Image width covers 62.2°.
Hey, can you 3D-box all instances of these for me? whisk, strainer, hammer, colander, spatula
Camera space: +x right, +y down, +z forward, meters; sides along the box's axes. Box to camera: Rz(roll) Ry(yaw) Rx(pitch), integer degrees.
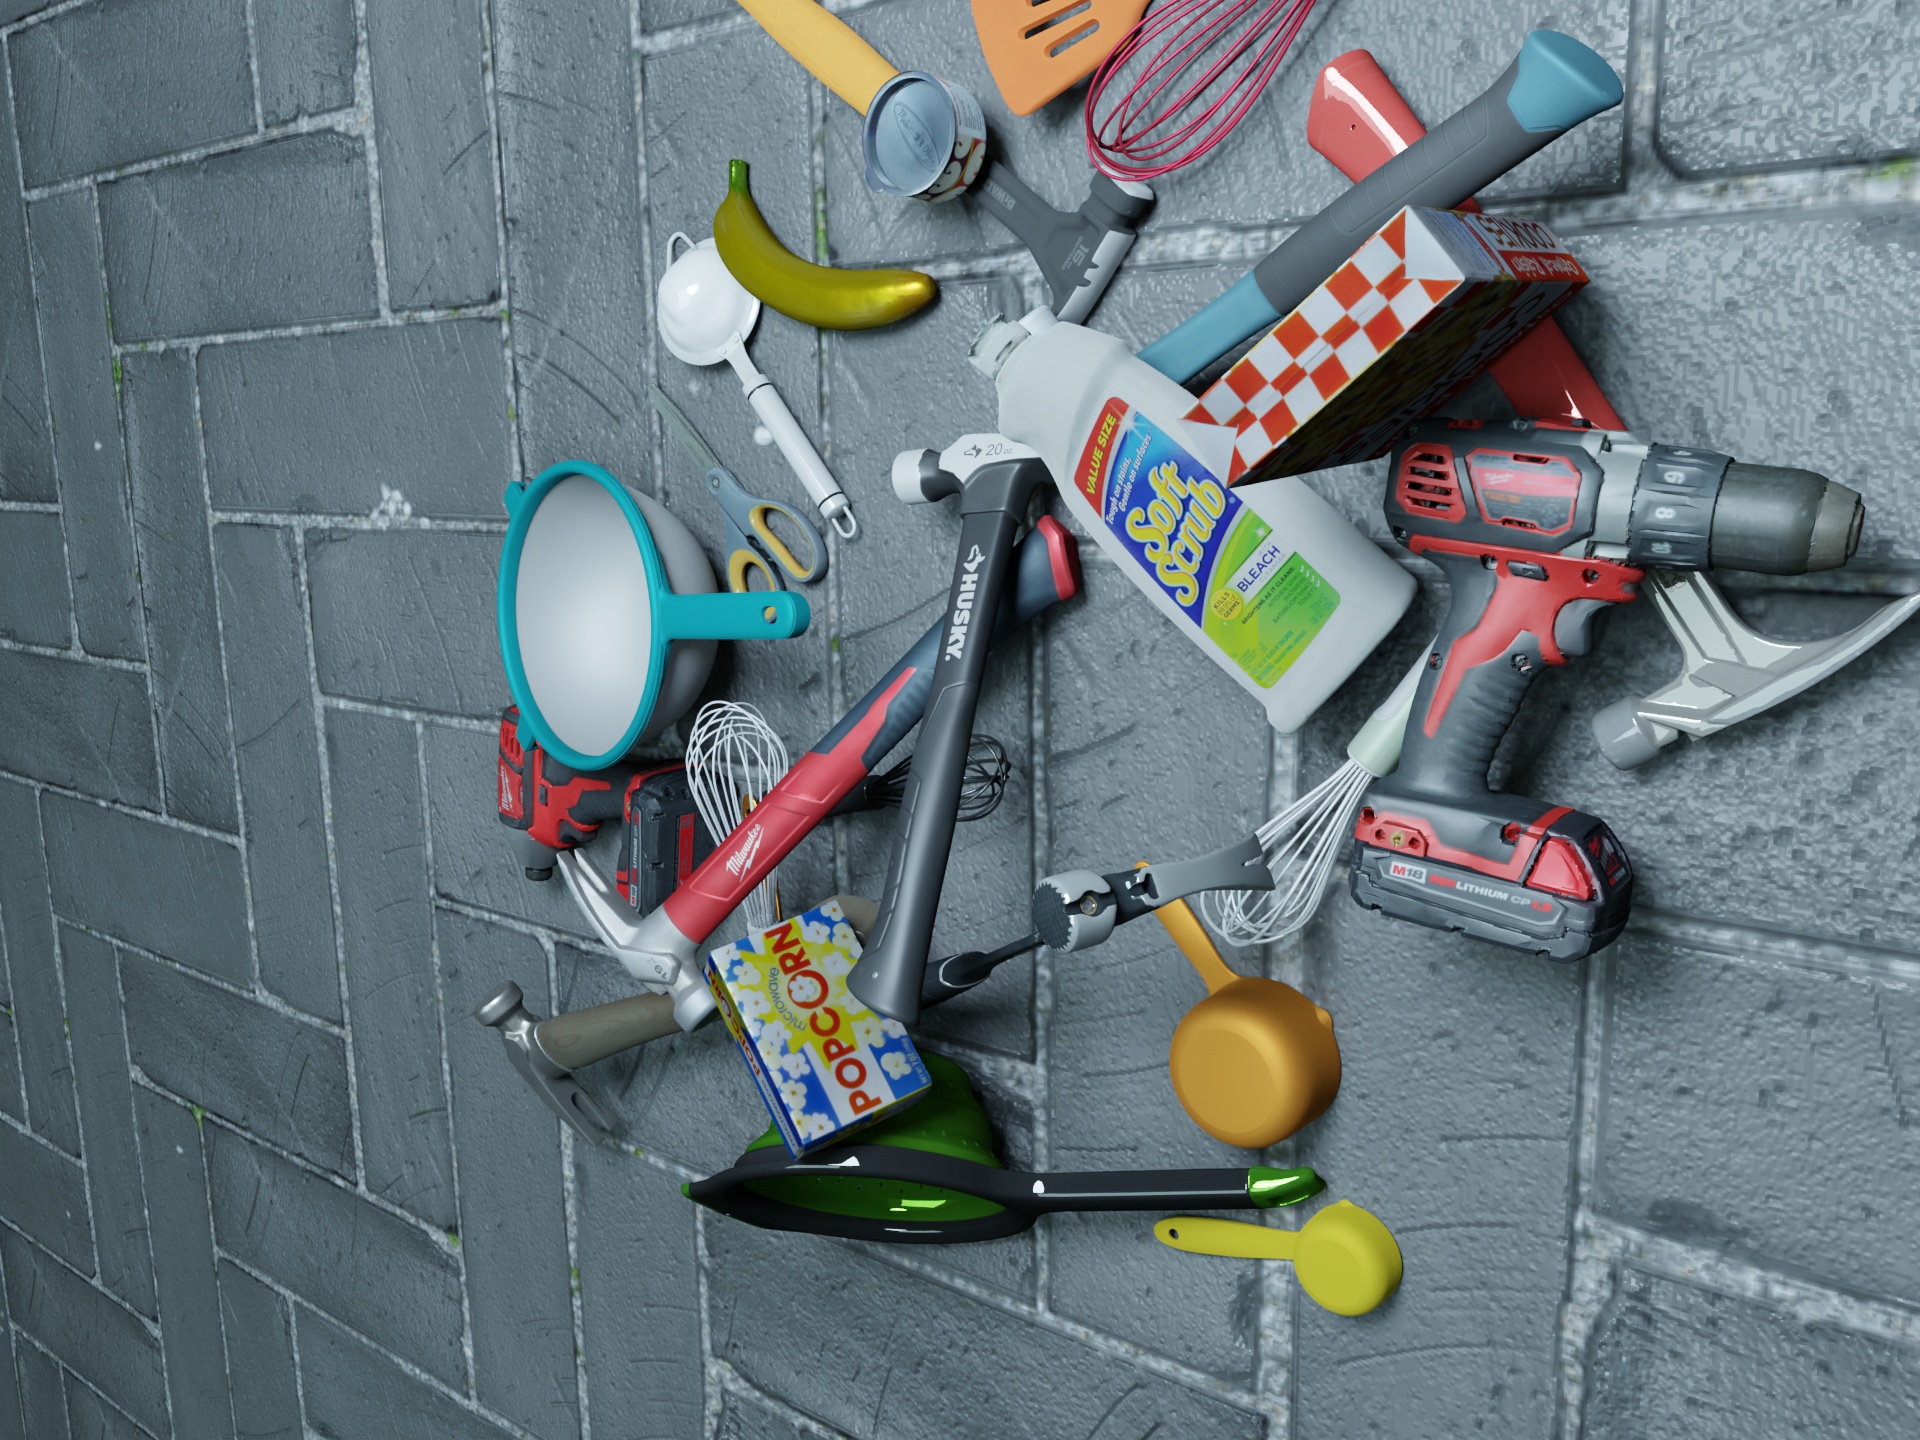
[{"bbox_3d":[0.171,-0.367,0.757,0.296,0.073,0.073,-36,76,32],"label":"whisk"},{"bbox_3d":[-0.138,-0.226,1.046,0.087,0.050,0.258,-38,78,22],"label":"strainer"},{"bbox_3d":[-0.001,-0.003,0.857,0.146,0.035,0.335,0,69,33],"label":"hammer"},{"bbox_3d":[0.273,-0.163,0.725,0.149,0.036,0.359,-37,76,37],"label":"hammer"},{"bbox_3d":[-0.187,-0.071,1.065,0.340,0.095,0.211,3,97,45],"label":"strainer"},{"bbox_3d":[-0.056,0.044,1.029,0.239,0.055,0.055,-10,93,44],"label":"whisk"},{"bbox_3d":[-0.082,0.013,0.961,0.386,0.038,0.143,-45,79,14],"label":"hammer"},{"bbox_3d":[0.203,0.026,0.816,0.059,0.058,0.246,28,117,-7],"label":"whisk"},{"bbox_3d":[0.158,-0.213,0.758,0.128,0.033,0.331,54,140,-7],"label":"hammer"},{"bbox_3d":[0.022,0.253,0.974,0.397,0.204,0.095,-9,58,24],"label":"colander"},{"bbox_3d":[0.142,-0.412,0.779,0.322,0.041,0.081,-23,84,39],"label":"spatula"},{"bbox_3d":[0.017,0.138,0.919,0.409,0.149,0.036,-35,70,56],"label":"hammer"},{"bbox_3d":[-0.034,-0.349,0.939,0.337,0.034,0.127,48,123,22],"label":"hammer"},{"bbox_3d":[-0.138,0.115,1.080,0.070,0.070,0.284,15,123,36],"label":"whisk"},{"bbox_3d":[-0.186,0.206,1.111,0.410,0.038,0.146,-25,107,39],"label":"hammer"}]

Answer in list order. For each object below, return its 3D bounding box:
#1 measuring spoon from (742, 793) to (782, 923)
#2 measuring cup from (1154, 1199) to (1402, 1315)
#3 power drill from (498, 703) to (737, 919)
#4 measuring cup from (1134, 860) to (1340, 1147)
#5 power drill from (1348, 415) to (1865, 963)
[{"bbox_3d":[-0.142,0.110,1.132,0.021,0.011,0.117,-10,93,40],"label":"measuring spoon"},{"bbox_3d":[0.172,0.303,0.904,0.156,0.029,0.062,-7,94,38],"label":"measuring cup"},{"bbox_3d":[-0.268,0.076,1.190,0.220,0.078,0.143,18,110,38],"label":"power drill"},{"bbox_3d":[0.136,0.157,0.888,0.095,0.052,0.174,-43,74,36],"label":"measuring cup"},{"bbox_3d":[0.269,-0.015,0.691,0.188,0.080,0.226,13,104,32],"label":"power drill"}]
